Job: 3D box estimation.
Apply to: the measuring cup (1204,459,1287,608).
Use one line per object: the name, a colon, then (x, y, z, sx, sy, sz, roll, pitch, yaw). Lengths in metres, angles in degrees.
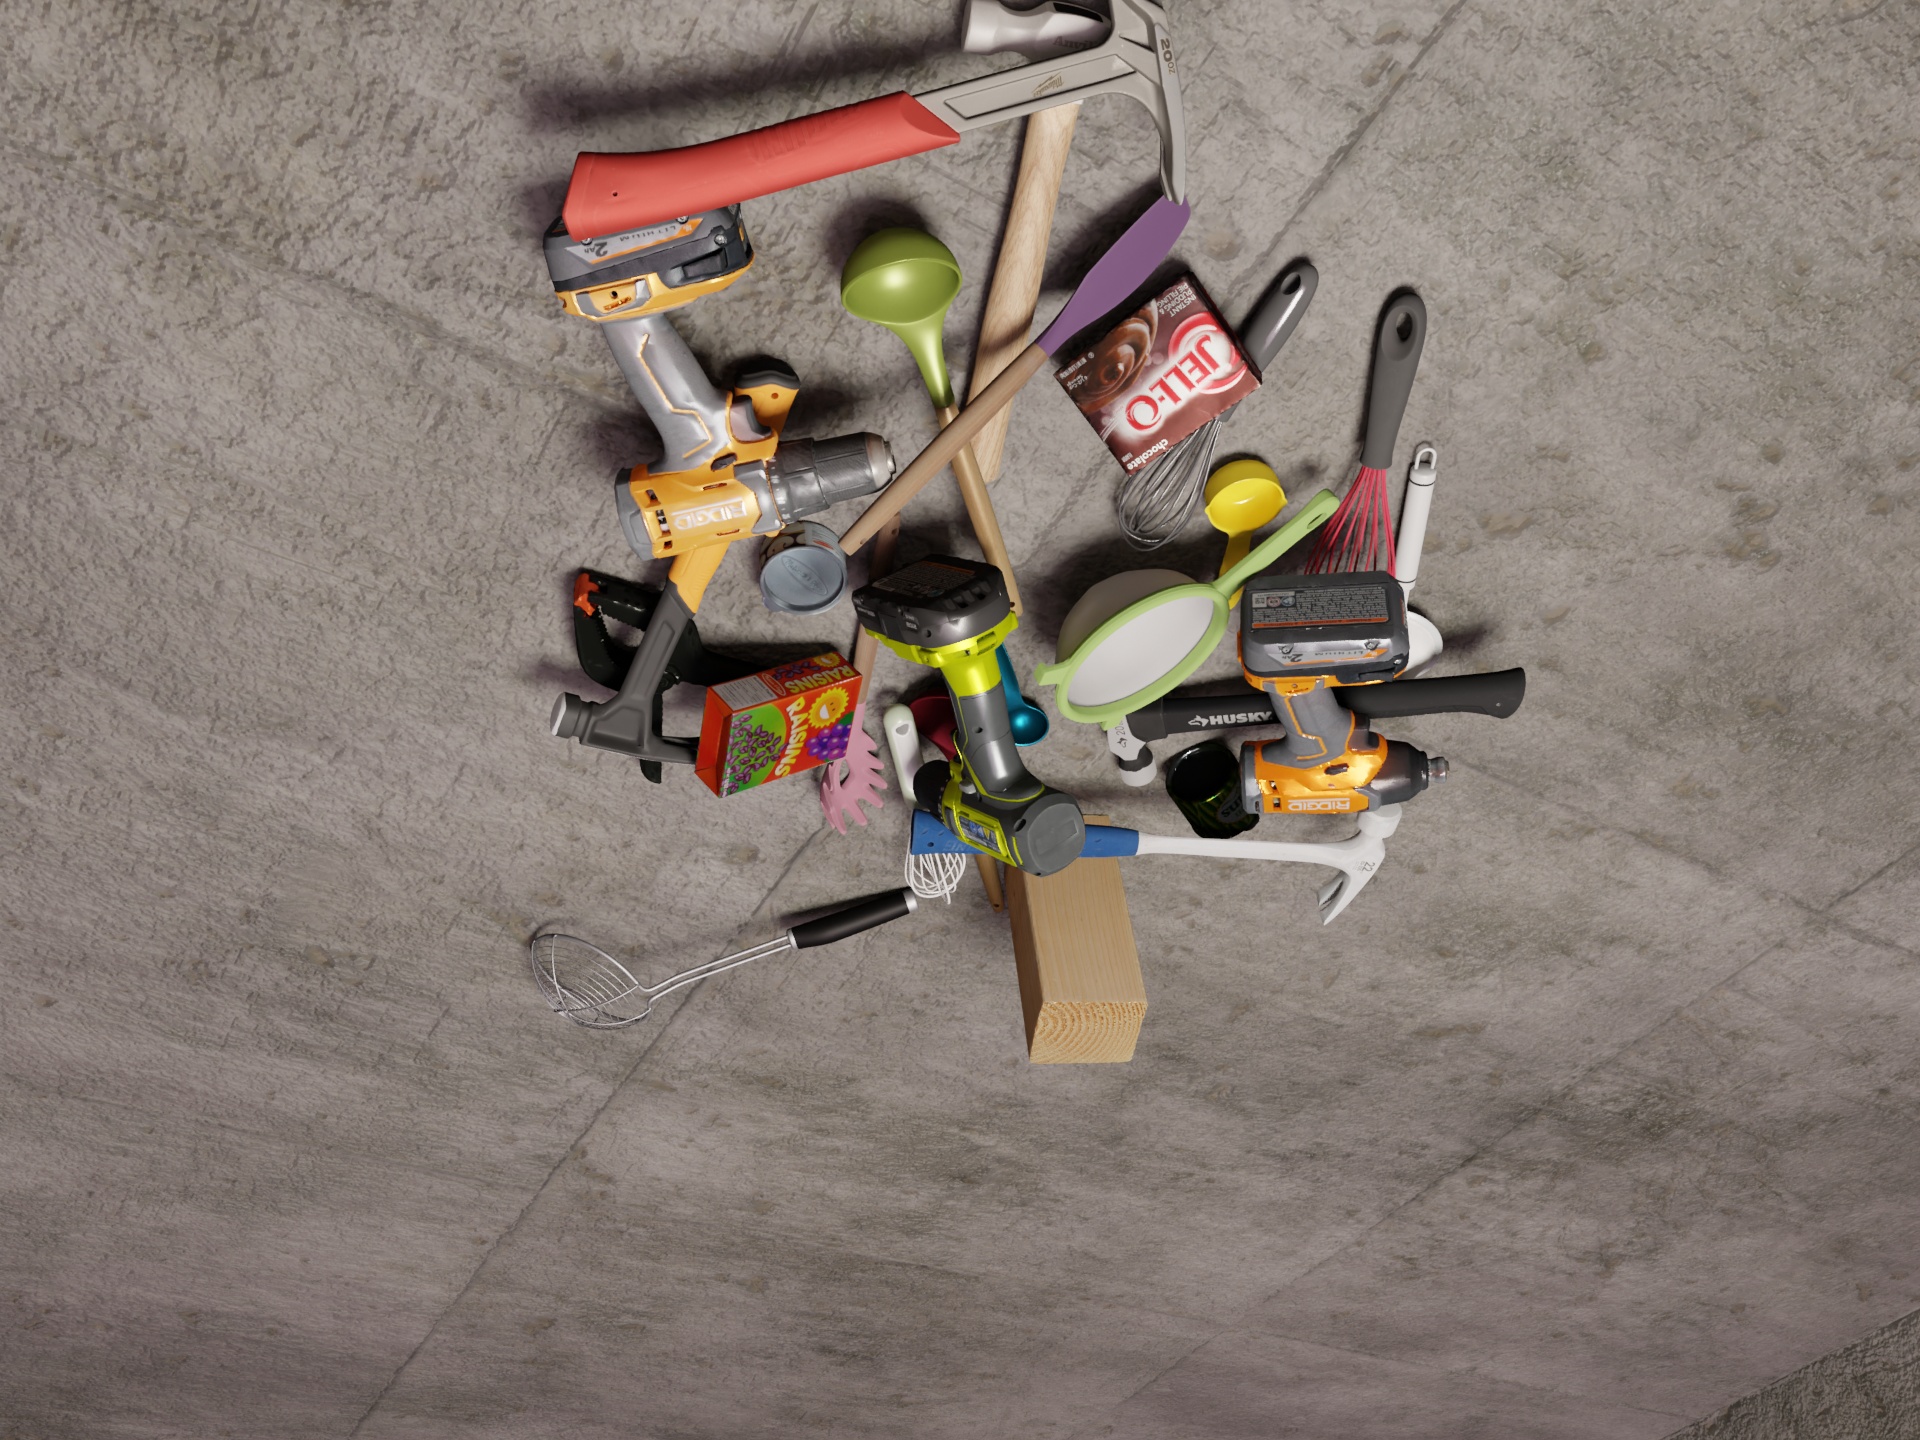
measuring cup: (0.210, -0.141, 1.220, 0.062, 0.029, 0.156, -6, 146, -3)

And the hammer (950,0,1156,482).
hammer: (0.041, -0.295, 1.036, 0.130, 0.031, 0.331, 4, 134, -10)

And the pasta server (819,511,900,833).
pasta server: (-0.074, -0.034, 1.272, 0.060, 0.040, 0.316, -23, 142, -35)

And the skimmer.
skimmer: (-0.221, 0.203, 1.492, 0.363, 0.090, 0.127, -18, 132, -4)

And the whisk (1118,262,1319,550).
whisk: (0.181, -0.217, 1.122, 0.055, 0.055, 0.239, 17, 126, -22)

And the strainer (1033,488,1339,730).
strainer: (0.164, -0.102, 1.195, 0.256, 0.069, 0.151, -39, 152, 12)

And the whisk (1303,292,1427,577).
whisk: (0.301, -0.173, 1.171, 0.073, 0.073, 0.295, -2, 128, -5)

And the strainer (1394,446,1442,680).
strainer: (0.348, -0.104, 1.259, 0.087, 0.050, 0.258, 5, 132, 8)

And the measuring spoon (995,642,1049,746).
measuring spoon: (0.039, -0.033, 1.307, 0.042, 0.021, 0.128, -17, 125, 10)

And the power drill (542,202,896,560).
power drill: (-0.151, -0.221, 1.018, 0.185, 0.084, 0.226, -11, 121, 4)

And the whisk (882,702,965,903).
whisk: (-0.034, 0.074, 1.366, 0.058, 0.059, 0.246, -22, 137, -9)

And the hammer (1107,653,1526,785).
hammer: (0.282, -0.016, 1.292, 0.335, 0.035, 0.146, -5, 134, 15)

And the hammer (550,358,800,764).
hammer: (-0.186, -0.107, 1.155, 0.127, 0.034, 0.336, 14, 122, -25)

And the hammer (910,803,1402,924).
hammer: (0.160, 0.110, 1.355, 0.405, 0.035, 0.144, 3, 135, -6)

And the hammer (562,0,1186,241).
hammer: (-0.050, -0.328, 0.913, 0.359, 0.037, 0.149, -16, 117, -2)

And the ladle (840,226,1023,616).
ladle: (-0.003, -0.187, 1.081, 0.078, 0.062, 0.319, -13, 130, 10)

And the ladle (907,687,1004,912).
ladle: (0.010, 0.074, 1.397, 0.069, 0.031, 0.315, 1, 138, 14)

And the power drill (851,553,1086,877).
power drill: (-0.002, -0.004, 1.197, 0.080, 0.191, 0.228, -28, 114, -24)

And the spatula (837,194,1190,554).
spatula: (0.035, -0.223, 1.038, 0.316, 0.018, 0.059, -44, 157, 5)

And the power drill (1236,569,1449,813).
power drill: (0.293, -0.010, 1.217, 0.164, 0.084, 0.226, -2, 140, 11)
